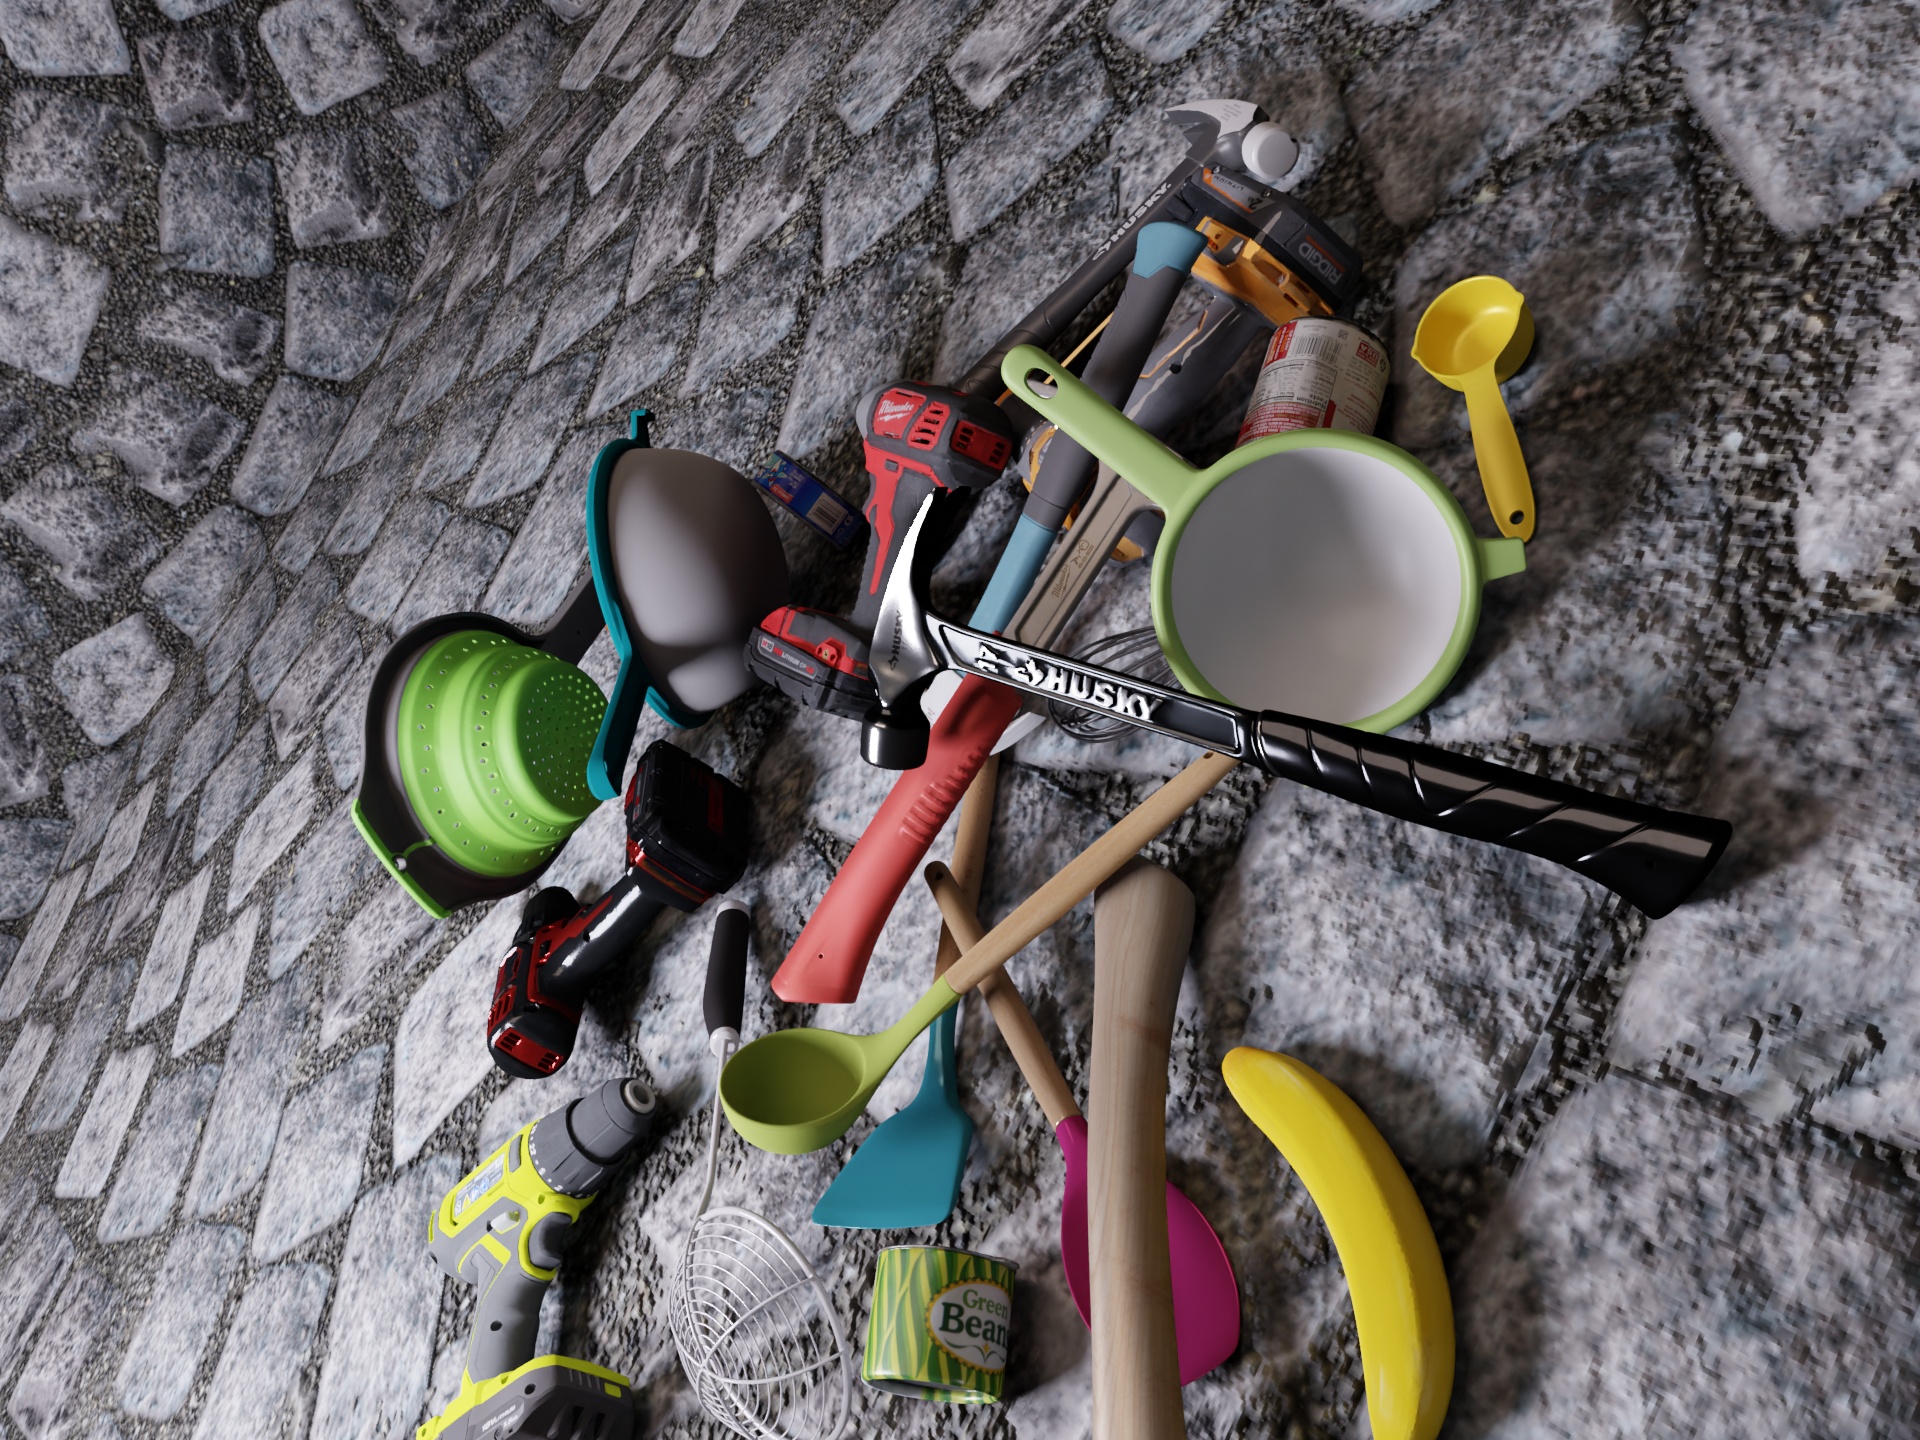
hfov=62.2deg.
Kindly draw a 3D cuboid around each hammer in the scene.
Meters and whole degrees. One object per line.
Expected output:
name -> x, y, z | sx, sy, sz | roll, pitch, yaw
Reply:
hammer -> 0.063, 0.235, 0.674 | 0.146, 0.038, 0.411 | -12, 47, 18
hammer -> -0.001, -0.003, 0.855 | 0.149, 0.036, 0.359 | 36, 98, 24
hammer -> 0.051, -0.127, 0.909 | 0.128, 0.033, 0.331 | 44, 114, 50
hammer -> 0.073, -0.288, 1.078 | 0.334, 0.035, 0.146 | -43, 31, 12
hammer -> 0.123, 0.000, 0.709 | 0.409, 0.036, 0.149 | 18, 108, 33

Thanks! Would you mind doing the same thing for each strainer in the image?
strainer -> -0.176, -0.068, 1.074 | 0.095, 0.210, 0.341 | -13, 35, 11
strainer -> 0.129, -0.099, 0.768 | 0.151, 0.256, 0.069 | -53, -4, 20

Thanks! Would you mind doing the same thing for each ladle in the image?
ladle -> 0.048, -0.212, 1.087 | 0.315, 0.031, 0.069 | -44, 35, 13
ladle -> 0.008, 0.107, 0.787 | 0.320, 0.062, 0.078 | -41, 26, 12

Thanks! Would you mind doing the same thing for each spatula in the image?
spatula -> -0.008, 0.126, 0.874 | 0.082, 0.044, 0.318 | -11, 53, 30

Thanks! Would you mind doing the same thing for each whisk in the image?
whisk -> 0.144, -0.056, 0.839 | 0.239, 0.055, 0.055 | -32, 42, 24

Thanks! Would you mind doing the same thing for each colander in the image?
colander -> -0.284, -0.034, 1.164 | 0.094, 0.204, 0.397 | -10, 36, 27

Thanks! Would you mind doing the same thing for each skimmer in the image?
skimmer -> -0.111, 0.235, 0.913 | 0.364, 0.090, 0.127 | -97, 23, -56

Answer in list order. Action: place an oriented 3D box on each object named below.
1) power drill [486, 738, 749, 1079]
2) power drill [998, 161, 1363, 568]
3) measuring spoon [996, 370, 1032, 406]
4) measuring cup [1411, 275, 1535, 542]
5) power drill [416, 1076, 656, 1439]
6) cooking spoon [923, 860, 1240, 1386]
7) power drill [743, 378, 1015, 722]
power drill -> -0.248, 0.123, 1.119 | 0.226, 0.080, 0.188 | -48, 23, 15
power drill -> 0.116, -0.222, 0.972 | 0.226, 0.084, 0.186 | -53, 35, 13
measuring spoon -> 0.037, -0.244, 1.133 | 0.021, 0.011, 0.117 | 22, 80, 54
measuring cup -> 0.268, -0.151, 0.793 | 0.062, 0.029, 0.157 | -24, 58, 36
power drill -> -0.253, 0.342, 0.964 | 0.190, 0.080, 0.229 | -41, 36, 21
cooking spoon -> 0.043, 0.177, 0.772 | 0.069, 0.017, 0.319 | -30, 44, -1
power drill -> -0.055, -0.116, 1.040 | 0.143, 0.078, 0.219 | 29, 100, 50
